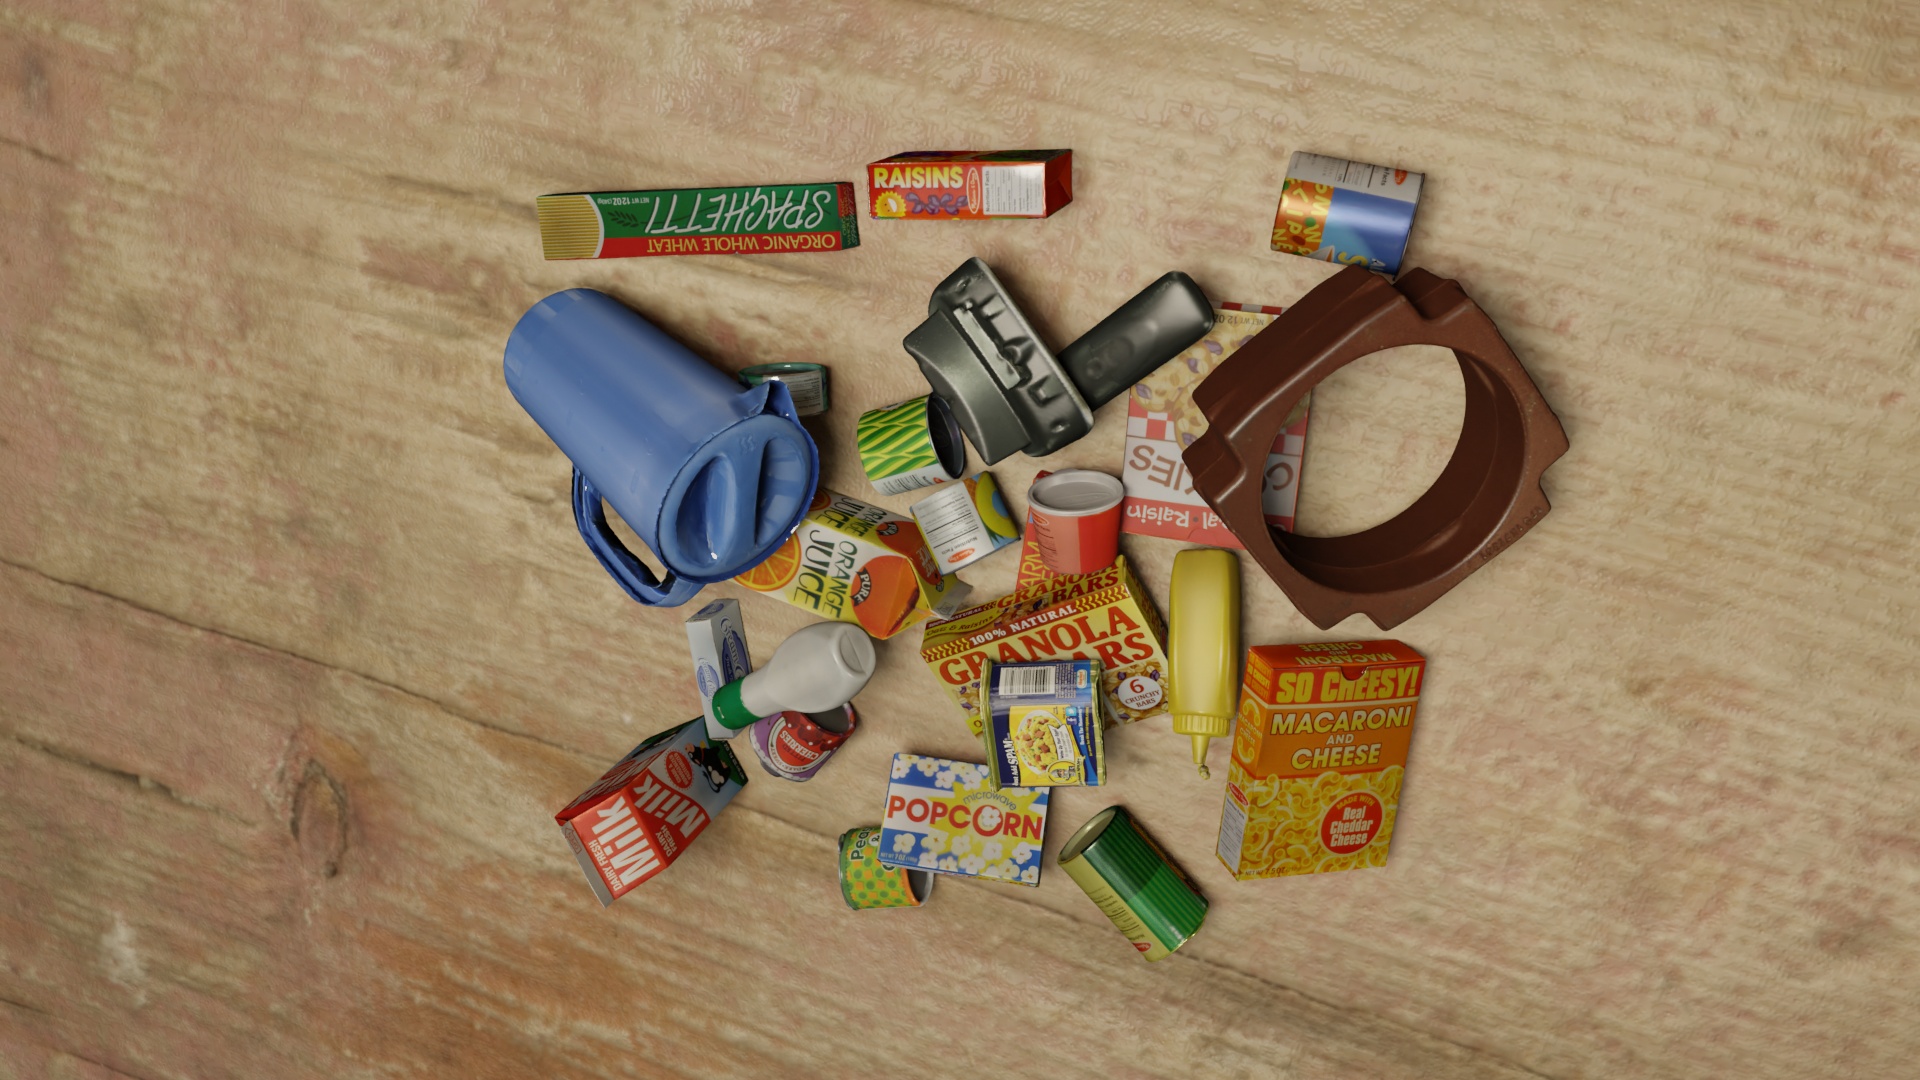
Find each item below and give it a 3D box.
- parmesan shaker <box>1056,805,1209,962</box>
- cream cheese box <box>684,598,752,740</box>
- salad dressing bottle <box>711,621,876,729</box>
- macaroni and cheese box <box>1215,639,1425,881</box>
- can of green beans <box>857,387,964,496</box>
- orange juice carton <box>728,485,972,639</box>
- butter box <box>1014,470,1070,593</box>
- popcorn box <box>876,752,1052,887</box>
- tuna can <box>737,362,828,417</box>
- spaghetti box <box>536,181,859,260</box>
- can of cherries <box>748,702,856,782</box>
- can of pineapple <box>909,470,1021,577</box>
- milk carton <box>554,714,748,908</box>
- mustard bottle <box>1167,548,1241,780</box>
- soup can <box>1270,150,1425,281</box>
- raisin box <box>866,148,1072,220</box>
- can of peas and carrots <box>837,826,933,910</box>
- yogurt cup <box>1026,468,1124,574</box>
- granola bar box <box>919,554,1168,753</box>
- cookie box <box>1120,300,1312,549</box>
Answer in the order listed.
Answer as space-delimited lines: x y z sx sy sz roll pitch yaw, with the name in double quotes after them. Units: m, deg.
0.134 0.262 1.069 0.071 0.071 0.103 -42 91 23 "parmesan shaker"
-0.192 0.103 1.124 0.024 0.053 0.103 -5 105 17 "cream cheese box"
-0.129 0.106 1.050 0.147 0.044 0.064 -26 88 36 "salad dressing bottle"
0.256 0.156 0.987 0.124 0.040 0.165 -1 109 -18 "macaroni and cheese box"
-0.036 -0.070 1.020 0.058 0.071 0.071 -14 102 20 "can of green beans"
-0.088 0.014 1.057 0.193 0.072 0.072 20 112 10 "orange juice carton"
0.074 0.003 1.033 0.053 0.024 0.103 13 110 11 "butter box"
0.004 0.217 1.079 0.127 0.038 0.085 7 71 5 "popcorn box"
-0.133 -0.113 1.037 0.071 0.071 0.032 2 106 16 "tuna can"
-0.199 -0.238 1.037 0.250 0.029 0.050 2 108 16 "spaghetti box"
-0.126 0.151 1.110 0.071 0.072 0.058 42 113 0 "can of cherries"
0.004 -0.013 1.024 0.071 0.071 0.058 -25 90 22 "can of pineapple"
-0.250 0.213 1.100 0.073 0.191 0.072 -24 99 21 "milk carton"
0.171 0.087 0.979 0.049 0.065 0.160 0 77 21 "mustard bottle"
0.248 -0.209 0.896 0.084 0.071 0.071 14 110 12 "soup can"
0.008 -0.242 0.944 0.123 0.086 0.040 4 112 15 "raisin box"
-0.060 0.263 1.127 0.058 0.071 0.070 -8 104 18 "can of peas and carrots"
0.082 -0.012 0.977 0.072 0.073 0.053 2 118 16 "yogurt cup"
0.072 0.091 1.033 0.165 0.039 0.124 -20 120 21 "granola bar box"
0.178 -0.081 0.968 0.123 0.040 0.166 8 109 14 "cookie box"
